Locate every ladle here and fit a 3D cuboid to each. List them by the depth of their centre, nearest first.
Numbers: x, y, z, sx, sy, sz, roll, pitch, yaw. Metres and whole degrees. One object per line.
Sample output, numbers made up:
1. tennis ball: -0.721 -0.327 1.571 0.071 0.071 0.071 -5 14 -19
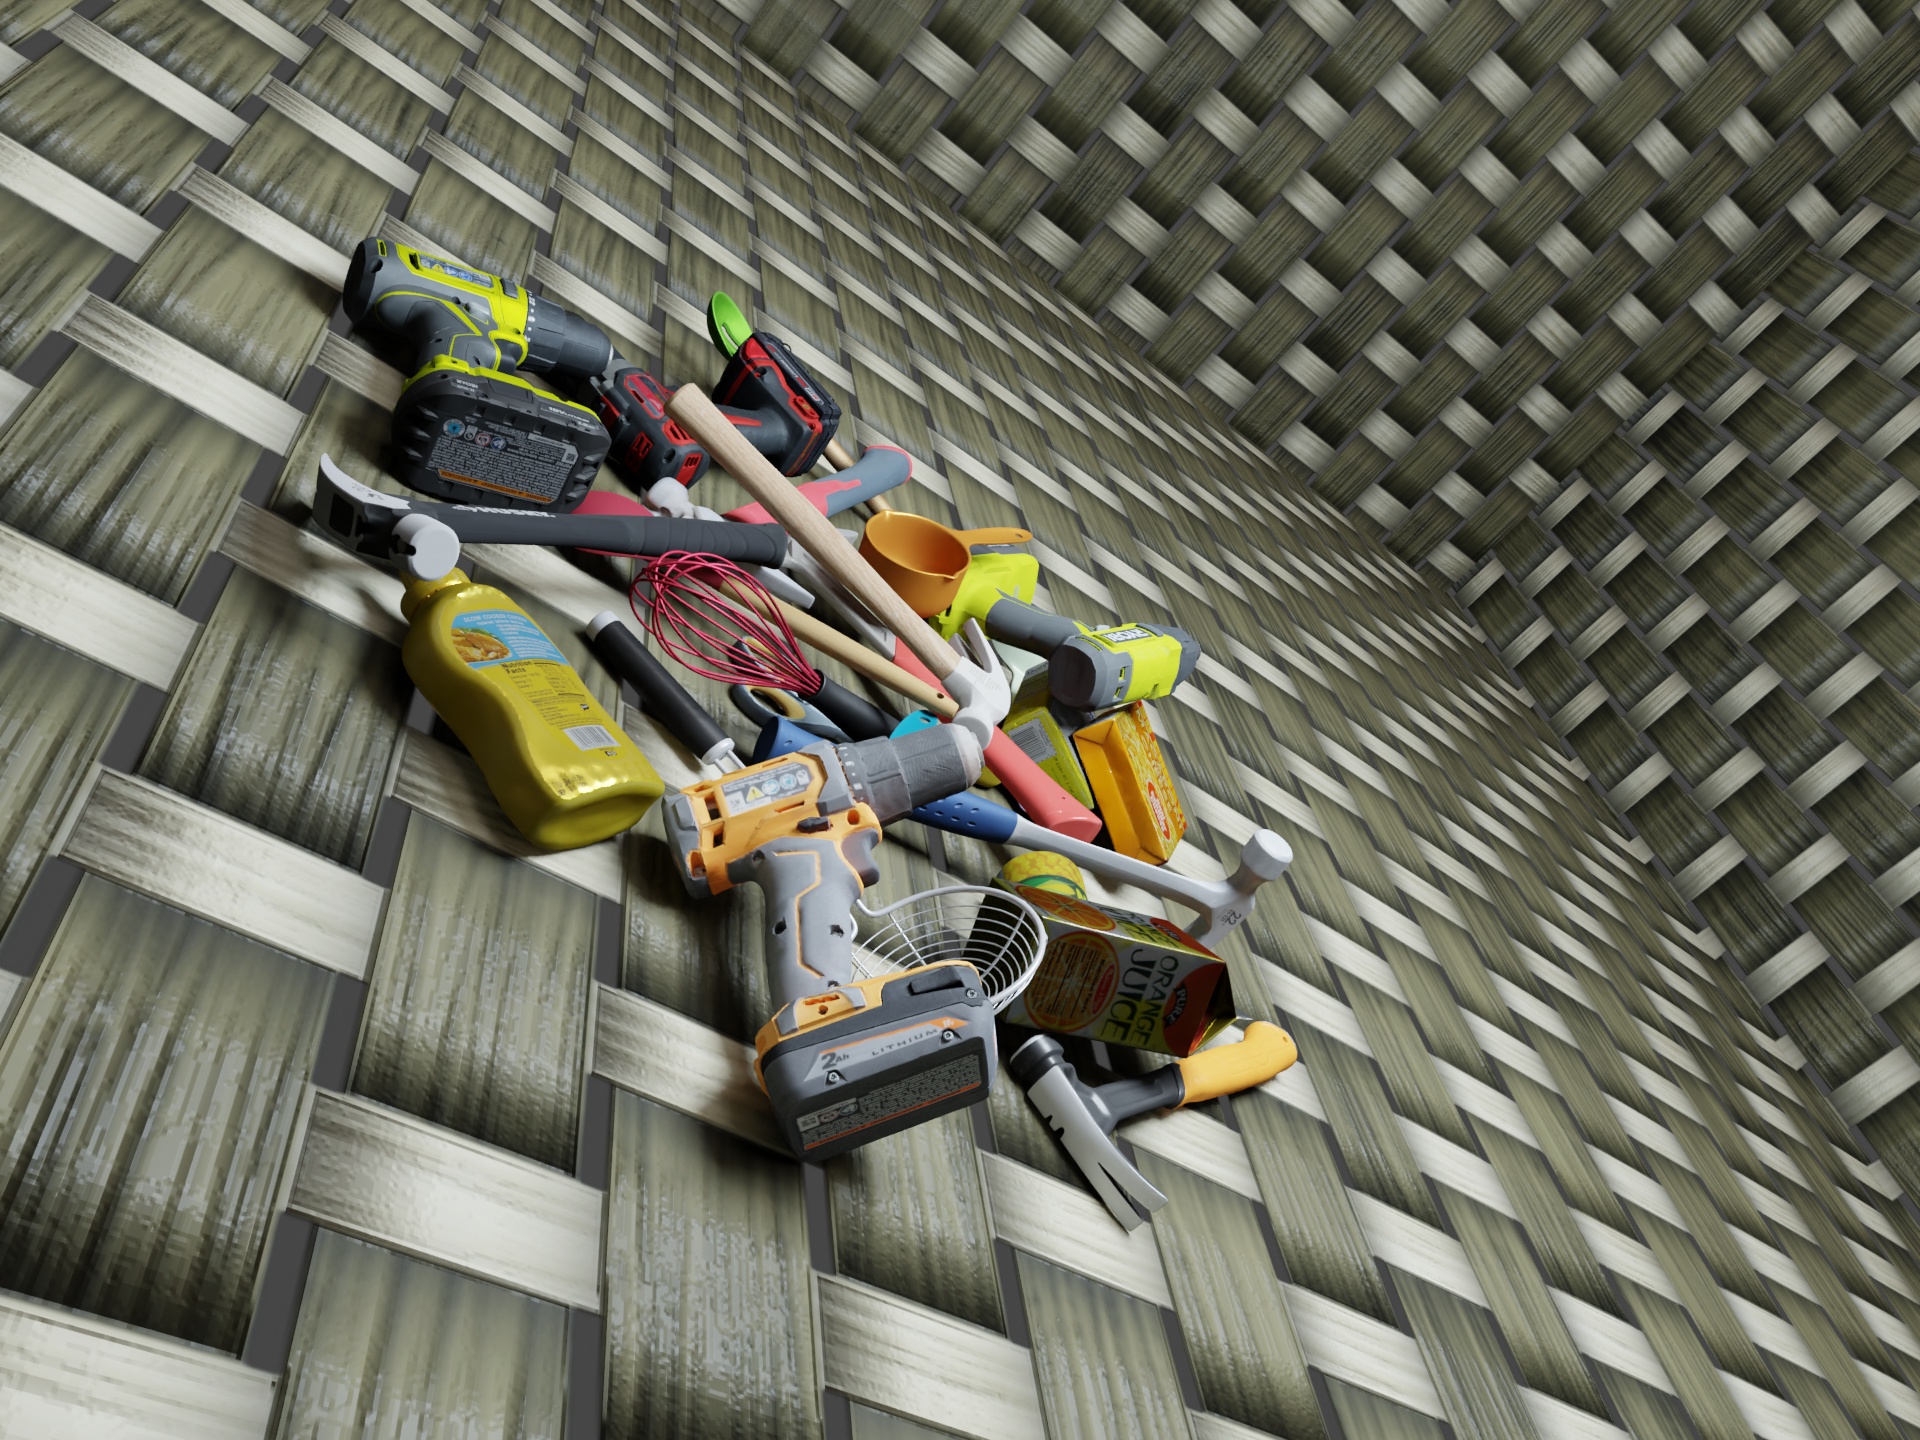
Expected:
1. ladle: -0.141 -0.081 1.098 0.315 0.031 0.069 29 40 2

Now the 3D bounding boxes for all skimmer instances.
1. skimmer: -0.102 0.047 0.962 0.127 0.090 0.363 -35 74 -35

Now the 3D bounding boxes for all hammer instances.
1. hammer: -0.235 -0.118 0.987 0.146 0.035 0.334 25 17 35
2. hammer: 0.162 0.255 1.098 0.127 0.034 0.336 52 24 24
3. hammer: 0.040 0.085 1.125 0.405 0.144 0.035 21 28 -25
4. hammer: -0.086 -0.118 1.160 0.331 0.031 0.130 45 24 -9
5. hammer: -0.022 -0.031 1.240 0.359 0.036 0.149 44 27 21
6. hammer: -0.108 -0.169 1.298 0.143 0.038 0.386 38 25 5

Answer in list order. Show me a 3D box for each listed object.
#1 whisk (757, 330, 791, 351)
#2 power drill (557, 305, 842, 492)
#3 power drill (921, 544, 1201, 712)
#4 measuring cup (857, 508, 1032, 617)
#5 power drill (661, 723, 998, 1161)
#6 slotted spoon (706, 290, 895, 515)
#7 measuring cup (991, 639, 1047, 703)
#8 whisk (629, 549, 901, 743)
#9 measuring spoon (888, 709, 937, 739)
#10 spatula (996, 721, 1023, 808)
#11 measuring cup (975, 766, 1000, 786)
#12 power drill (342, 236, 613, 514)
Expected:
1. whisk: -0.188 -0.305 1.509 0.055 0.055 0.239 32 30 -24
2. power drill: -0.228 -0.271 1.316 0.188 0.080 0.226 49 34 15
3. power drill: 0.081 -0.078 1.340 0.223 0.080 0.171 28 26 34
4. measuring cup: -0.011 -0.127 1.290 0.173 0.052 0.095 -12 47 -43
5. power drill: -0.048 0.101 0.859 0.084 0.185 0.226 84 -16 -50
6. slotted spoon: -0.132 -0.263 1.476 0.313 0.031 0.070 49 27 -18
7. measuring cup: 0.067 -0.051 1.476 0.083 0.038 0.168 38 21 -12
8. whisk: -0.110 -0.031 1.045 0.295 0.073 0.073 38 19 -50
9. measuring spoon: -0.041 0.022 1.044 0.042 0.021 0.129 27 24 6
10. spatula: 0.014 -0.029 1.379 0.059 0.018 0.316 26 28 -44
11. measuring cup: -0.002 -0.004 1.300 0.062 0.029 0.157 23 28 -40
12. power drill: -0.319 -0.240 1.108 0.190 0.080 0.229 12 35 -35
